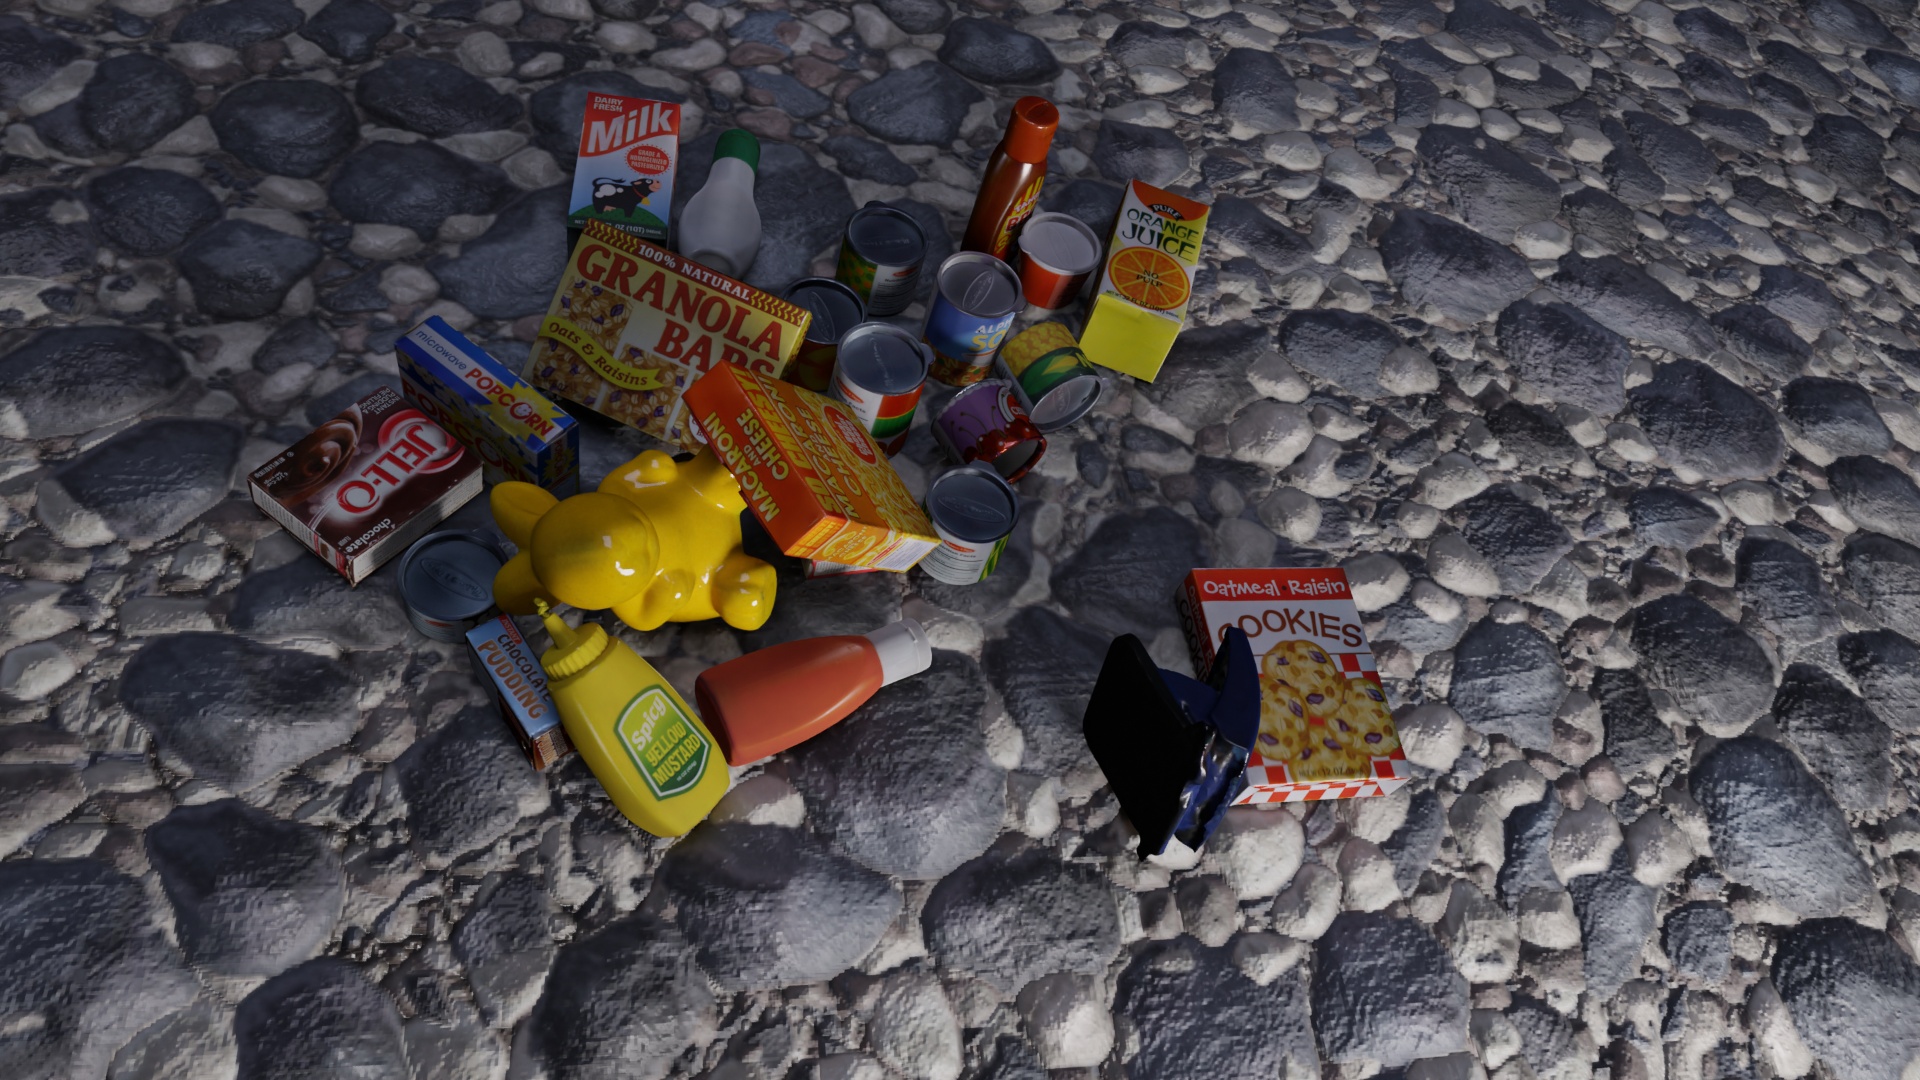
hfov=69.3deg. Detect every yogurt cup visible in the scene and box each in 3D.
[{"bbox_3d":[0.077,-0.228,1.145,0.072,0.053,0.073,8,55,-11],"label":"yogurt cup"}]

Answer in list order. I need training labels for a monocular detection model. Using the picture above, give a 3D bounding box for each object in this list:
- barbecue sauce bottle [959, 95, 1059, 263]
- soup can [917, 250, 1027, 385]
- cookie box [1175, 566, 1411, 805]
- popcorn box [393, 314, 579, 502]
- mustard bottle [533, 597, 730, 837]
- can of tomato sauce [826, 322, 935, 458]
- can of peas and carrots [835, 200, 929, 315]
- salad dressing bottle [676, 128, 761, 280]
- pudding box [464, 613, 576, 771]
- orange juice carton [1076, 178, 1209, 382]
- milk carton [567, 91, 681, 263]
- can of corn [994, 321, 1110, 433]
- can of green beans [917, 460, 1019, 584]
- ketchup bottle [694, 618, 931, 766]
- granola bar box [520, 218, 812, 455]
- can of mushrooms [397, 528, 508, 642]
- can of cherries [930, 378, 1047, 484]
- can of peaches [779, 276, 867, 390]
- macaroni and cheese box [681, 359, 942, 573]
[{"bbox_3d":[0.042,-0.287,1.117,0.044,0.147,0.065,38,55,12],"label":"barbecue sauce bottle"},{"bbox_3d":[0.007,-0.168,1.066,0.071,0.083,0.072,7,56,-11],"label":"soup can"},{"bbox_3d":[0.230,0.098,0.976,0.123,0.040,0.168,0,58,-16],"label":"cookie box"},{"bbox_3d":[-0.311,-0.079,0.915,0.127,0.084,0.038,36,56,9],"label":"popcorn box"},{"bbox_3d":[-0.198,0.098,0.800,0.066,0.048,0.160,-50,117,-38],"label":"mustard bottle"},{"bbox_3d":[-0.061,-0.106,1.005,0.071,0.082,0.071,8,55,-11],"label":"can of tomato sauce"},{"bbox_3d":[-0.064,-0.223,1.099,0.071,0.058,0.071,8,54,-11],"label":"can of peas and carrots"},{"bbox_3d":[-0.186,-0.267,1.104,0.064,0.043,0.148,9,54,-7],"label":"salad dressing bottle"},{"bbox_3d":[-0.264,0.091,0.834,0.030,0.049,0.084,-27,67,-27],"label":"pudding box"},{"bbox_3d":[0.155,-0.231,1.158,0.072,0.072,0.194,19,53,-2],"label":"orange juice carton"},{"bbox_3d":[-0.257,-0.279,1.073,0.072,0.073,0.191,6,55,-11],"label":"milk carton"},{"bbox_3d":[0.070,-0.126,1.065,0.071,0.070,0.058,-18,63,-26],"label":"can of corn"},{"bbox_3d":[0.003,-0.011,0.974,0.071,0.057,0.071,7,55,-11],"label":"can of green beans"},{"bbox_3d":[-0.090,0.090,0.888,0.149,0.043,0.065,-19,65,-26],"label":"ketchup bottle"},{"bbox_3d":[-0.204,-0.135,0.972,0.165,0.039,0.124,24,92,0],"label":"granola bar box"},{"bbox_3d":[-0.315,0.027,0.873,0.071,0.033,0.071,7,55,-10],"label":"can of mushrooms"},{"bbox_3d":[0.023,-0.077,1.017,0.072,0.071,0.058,-23,66,-28],"label":"can of cherries"},{"bbox_3d":[-0.109,-0.154,1.040,0.071,0.057,0.071,7,56,-11],"label":"can of peaches"},{"bbox_3d":[-0.090,-0.042,0.879,0.124,0.040,0.166,55,16,18],"label":"macaroni and cheese box"}]
